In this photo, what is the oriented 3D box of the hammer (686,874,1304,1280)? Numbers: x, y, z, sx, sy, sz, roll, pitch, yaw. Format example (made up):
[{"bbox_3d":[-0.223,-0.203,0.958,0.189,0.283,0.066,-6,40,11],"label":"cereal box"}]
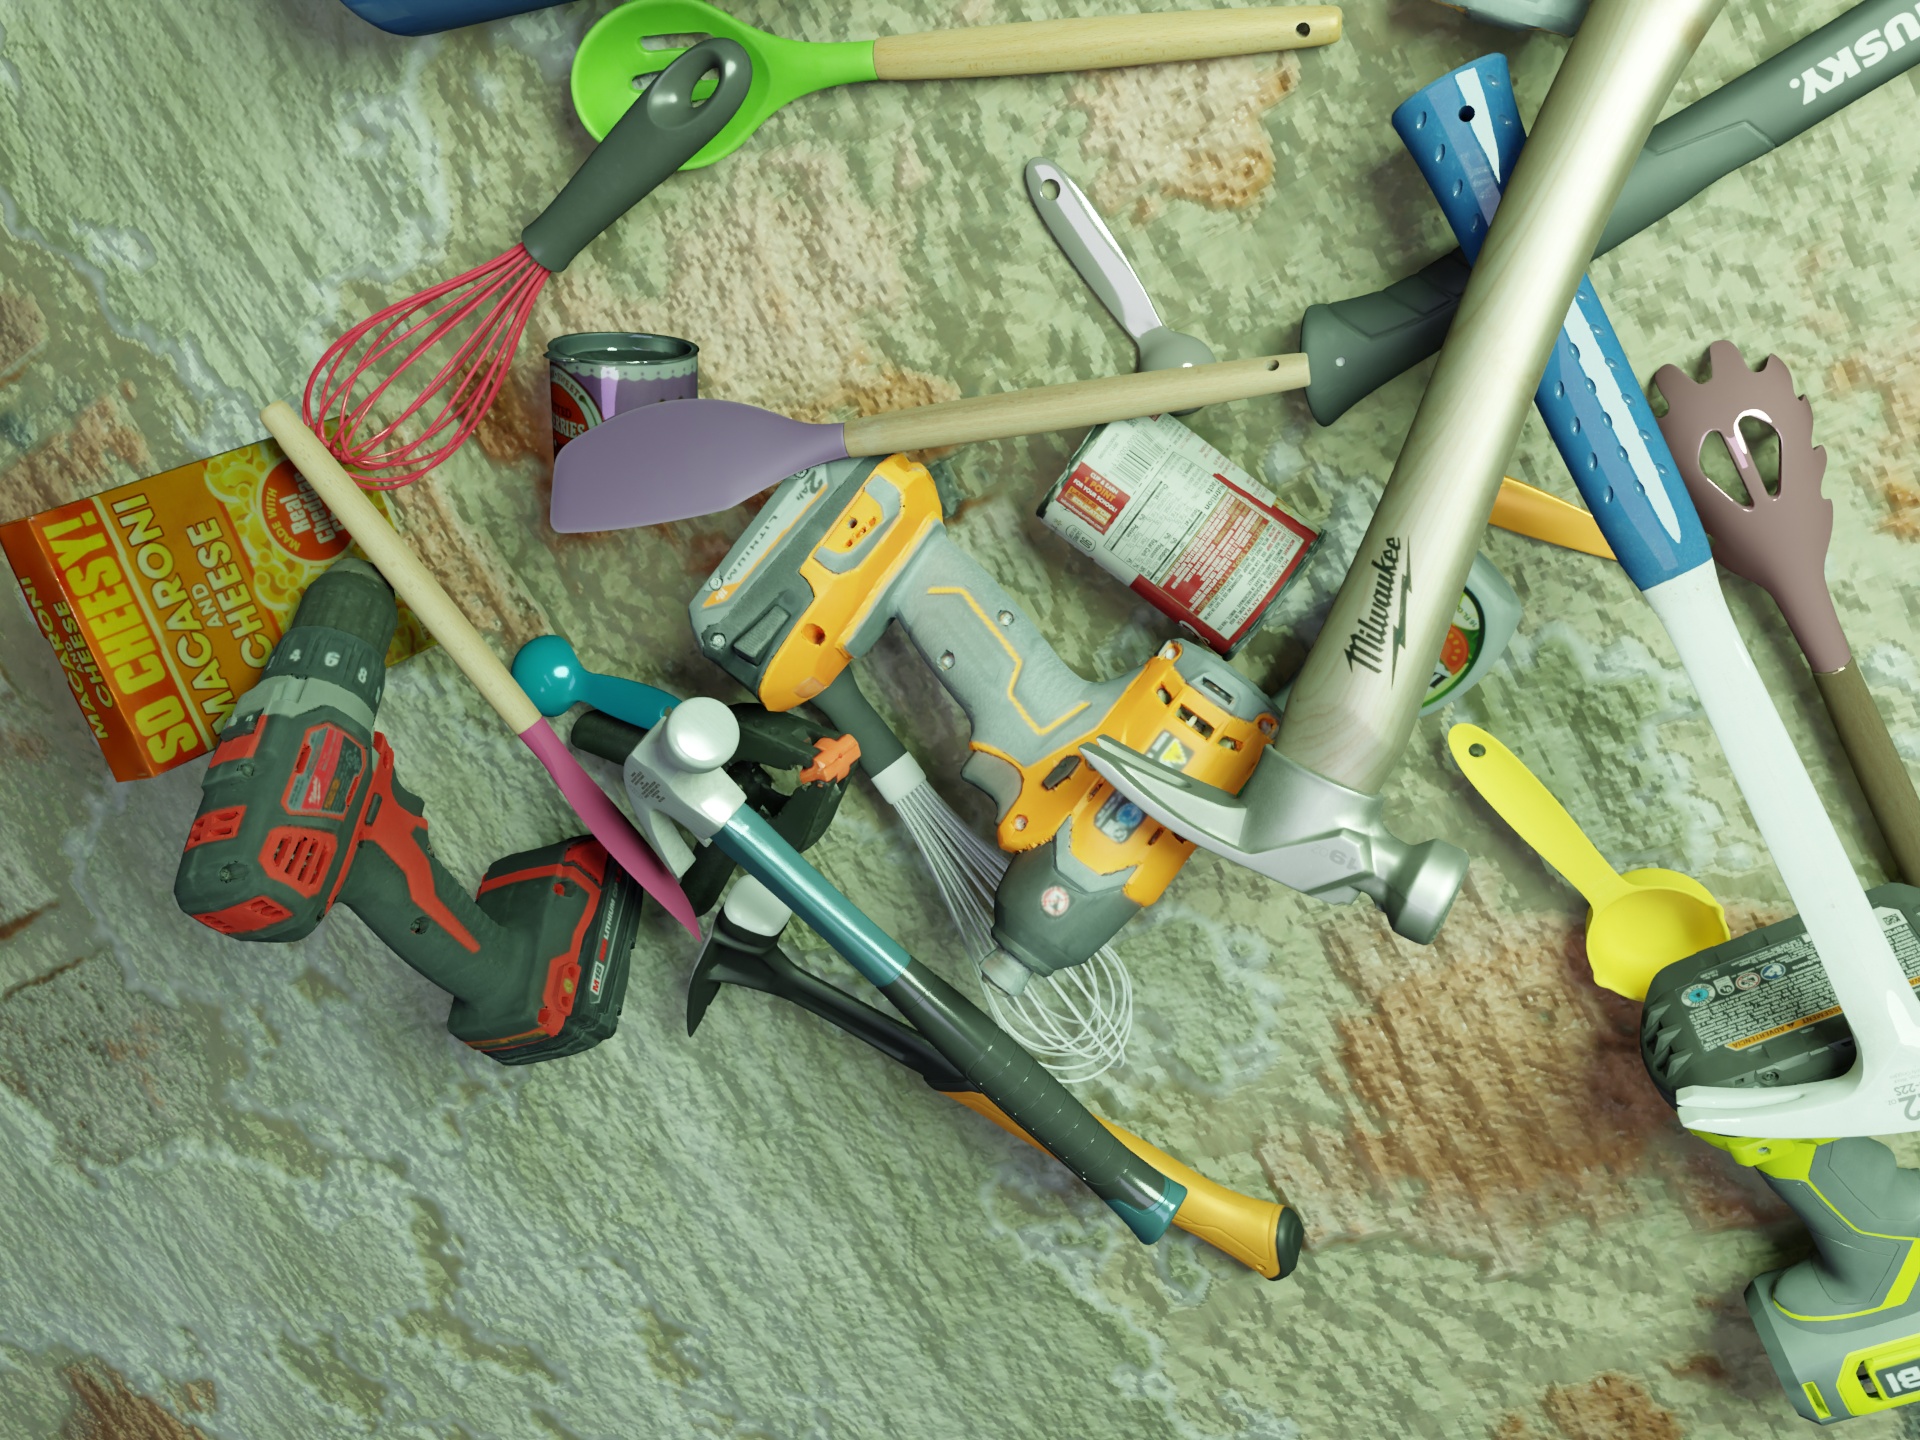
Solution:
[{"bbox_3d":[0.018,0.194,0.806,0.337,0.034,0.127,28,140,0],"label":"hammer"}]

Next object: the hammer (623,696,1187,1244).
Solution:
[{"bbox_3d":[-0.020,0.121,0.709,0.331,0.033,0.128,44,154,-9],"label":"hammer"}]

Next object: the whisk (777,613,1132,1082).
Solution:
[{"bbox_3d":[-0.010,0.053,0.757,0.070,0.070,0.284,-35,93,27],"label":"whisk"}]

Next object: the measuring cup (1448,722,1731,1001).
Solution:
[{"bbox_3d":[0.266,0.055,0.685,0.156,0.029,0.062,47,117,-2],"label":"measuring cup"}]

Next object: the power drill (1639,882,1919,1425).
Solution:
[{"bbox_3d":[0.402,0.183,0.655,0.190,0.080,0.228,-27,112,19],"label":"power drill"}]

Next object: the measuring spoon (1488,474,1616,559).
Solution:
[{"bbox_3d":[0.235,-0.082,0.645,0.117,0.011,0.021,23,117,8],"label":"measuring spoon"}]

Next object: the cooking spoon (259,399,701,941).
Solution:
[{"bbox_3d":[-0.221,-0.018,0.755,0.017,0.069,0.318,-38,102,-7],"label":"cooking spoon"}]

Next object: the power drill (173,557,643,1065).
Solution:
[{"bbox_3d":[-0.252,0.048,0.762,0.080,0.188,0.226,-16,140,25],"label":"power drill"}]

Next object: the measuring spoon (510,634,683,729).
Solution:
[{"bbox_3d":[-0.179,-0.013,0.773,0.129,0.021,0.042,15,101,37],"label":"measuring spoon"}]

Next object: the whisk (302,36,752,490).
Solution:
[{"bbox_3d":[-0.194,-0.194,0.697,0.296,0.073,0.073,-33,99,29],"label":"whisk"}]

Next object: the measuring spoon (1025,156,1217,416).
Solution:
[{"bbox_3d":[0.063,-0.179,0.656,0.034,0.018,0.124,-32,99,27],"label":"measuring spoon"}]

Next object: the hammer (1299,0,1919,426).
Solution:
[{"bbox_3d":[0.271,-0.203,0.570,0.335,0.035,0.146,-29,100,26],"label":"hammer"}]

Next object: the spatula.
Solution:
[{"bbox_3d":[-0.021,-0.119,0.639,0.316,0.018,0.060,-6,67,13],"label":"spatula"}]

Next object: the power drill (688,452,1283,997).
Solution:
[{"bbox_3d":[-0.001,-0.002,0.672,0.226,0.084,0.164,36,88,11],"label":"power drill"}]

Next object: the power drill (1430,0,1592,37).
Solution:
[{"bbox_3d":[0.135,-0.350,0.530,0.226,0.084,0.185,18,116,5],"label":"power drill"}]

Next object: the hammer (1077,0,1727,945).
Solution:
[{"bbox_3d":[0.175,-0.132,0.541,0.146,0.038,0.410,25,106,17],"label":"hammer"}]

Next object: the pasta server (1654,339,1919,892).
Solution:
[{"bbox_3d":[0.355,-0.004,0.633,0.060,0.040,0.316,-25,106,25],"label":"pasta server"}]

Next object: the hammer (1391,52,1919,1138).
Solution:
[{"bbox_3d":[0.253,-0.039,0.565,0.144,0.035,0.405,-25,90,22],"label":"hammer"}]

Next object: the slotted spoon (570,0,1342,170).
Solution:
[{"bbox_3d":[-0.008,-0.265,0.639,0.314,0.031,0.070,1,125,15],"label":"slotted spoon"}]
